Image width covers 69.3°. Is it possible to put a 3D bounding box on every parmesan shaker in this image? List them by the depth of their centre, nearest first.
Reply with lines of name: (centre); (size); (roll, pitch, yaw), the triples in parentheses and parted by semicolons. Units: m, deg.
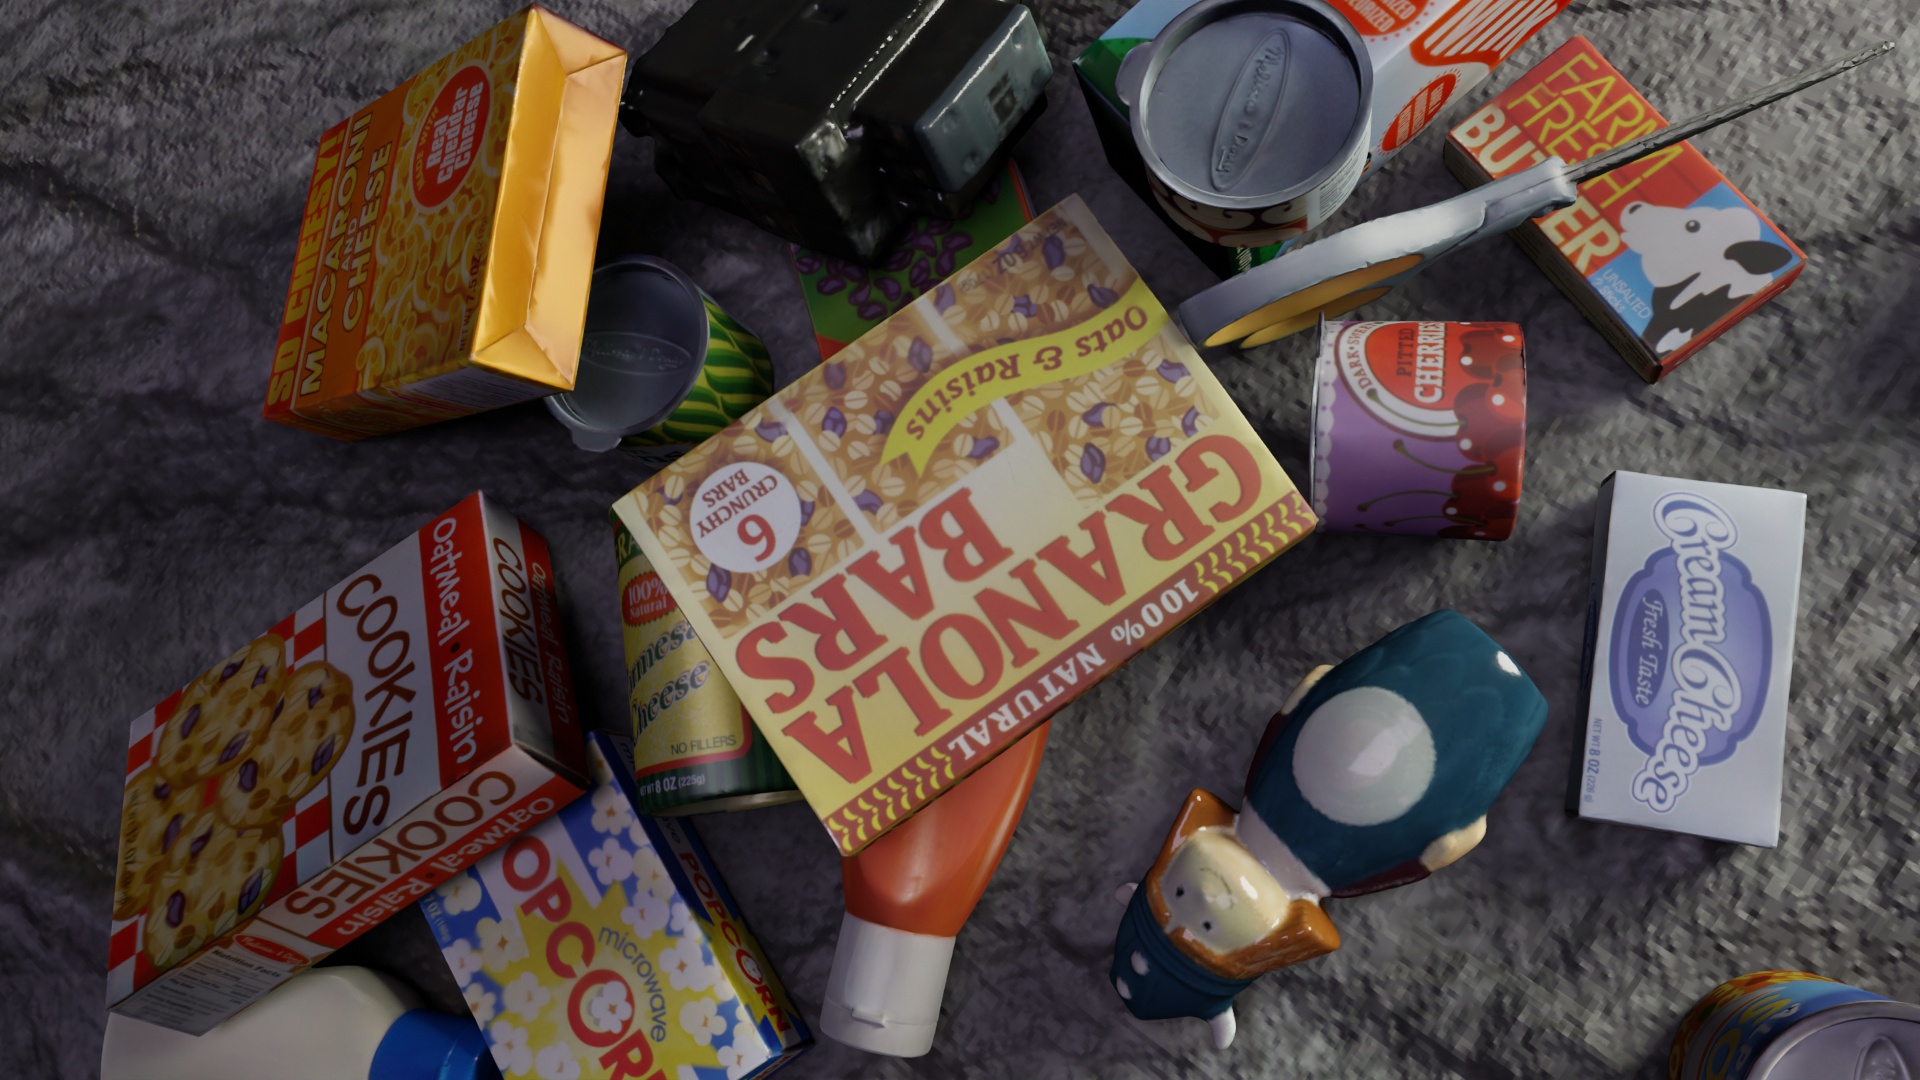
parmesan shaker: (-0.077, 0.036, 0.463); (0.071, 0.071, 0.103); (-12, 75, 13)

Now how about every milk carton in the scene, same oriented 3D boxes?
milk carton: (0.135, -0.179, 0.448); (0.190, 0.072, 0.073); (-41, 72, 4)

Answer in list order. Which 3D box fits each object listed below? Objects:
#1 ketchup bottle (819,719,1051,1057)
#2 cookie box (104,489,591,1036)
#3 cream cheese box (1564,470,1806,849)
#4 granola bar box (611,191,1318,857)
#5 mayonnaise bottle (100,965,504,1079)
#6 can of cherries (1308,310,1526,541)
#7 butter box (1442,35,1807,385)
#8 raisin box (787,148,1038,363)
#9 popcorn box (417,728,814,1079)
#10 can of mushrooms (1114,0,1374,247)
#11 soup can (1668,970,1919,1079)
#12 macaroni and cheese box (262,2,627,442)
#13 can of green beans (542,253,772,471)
ketchup bottle: (-0.010, 0.086, 0.446); (0.065, 0.043, 0.149); (12, 82, 11)
cookie box: (-0.215, 0.074, 0.486); (0.167, 0.040, 0.123); (-32, 48, 7)
cream cheese box: (0.212, 0.034, 0.406); (0.053, 0.024, 0.104); (7, 80, 16)
granola bar box: (0.001, -0.005, 0.416); (0.166, 0.039, 0.124); (-35, 83, -4)
mayonnaise bottle: (-0.227, 0.178, 0.489); (0.148, 0.041, 0.065); (5, 76, 15)
can of cherries: (0.136, -0.035, 0.417); (0.058, 0.071, 0.071); (3, 79, 16)
butter box: (0.206, -0.105, 0.438); (0.053, 0.024, 0.104); (-36, 71, 6)
raisin box: (-0.001, -0.060, 0.478); (0.086, 0.040, 0.123); (-19, 74, 10)
popcorn box: (-0.120, 0.139, 0.468); (0.085, 0.038, 0.127); (-36, 71, 4)
can of mushrooms: (0.081, -0.120, 0.395); (0.071, 0.033, 0.071); (-3, 80, 15)
soup can: (0.218, 0.145, 0.348); (0.071, 0.083, 0.071); (-3, 77, 15)
macaroni and cheese box: (-0.191, -0.105, 0.504); (0.166, 0.040, 0.124); (-4, 75, 43)
can of green beans: (-0.108, -0.061, 0.498); (0.071, 0.058, 0.071); (-3, 78, 15)
